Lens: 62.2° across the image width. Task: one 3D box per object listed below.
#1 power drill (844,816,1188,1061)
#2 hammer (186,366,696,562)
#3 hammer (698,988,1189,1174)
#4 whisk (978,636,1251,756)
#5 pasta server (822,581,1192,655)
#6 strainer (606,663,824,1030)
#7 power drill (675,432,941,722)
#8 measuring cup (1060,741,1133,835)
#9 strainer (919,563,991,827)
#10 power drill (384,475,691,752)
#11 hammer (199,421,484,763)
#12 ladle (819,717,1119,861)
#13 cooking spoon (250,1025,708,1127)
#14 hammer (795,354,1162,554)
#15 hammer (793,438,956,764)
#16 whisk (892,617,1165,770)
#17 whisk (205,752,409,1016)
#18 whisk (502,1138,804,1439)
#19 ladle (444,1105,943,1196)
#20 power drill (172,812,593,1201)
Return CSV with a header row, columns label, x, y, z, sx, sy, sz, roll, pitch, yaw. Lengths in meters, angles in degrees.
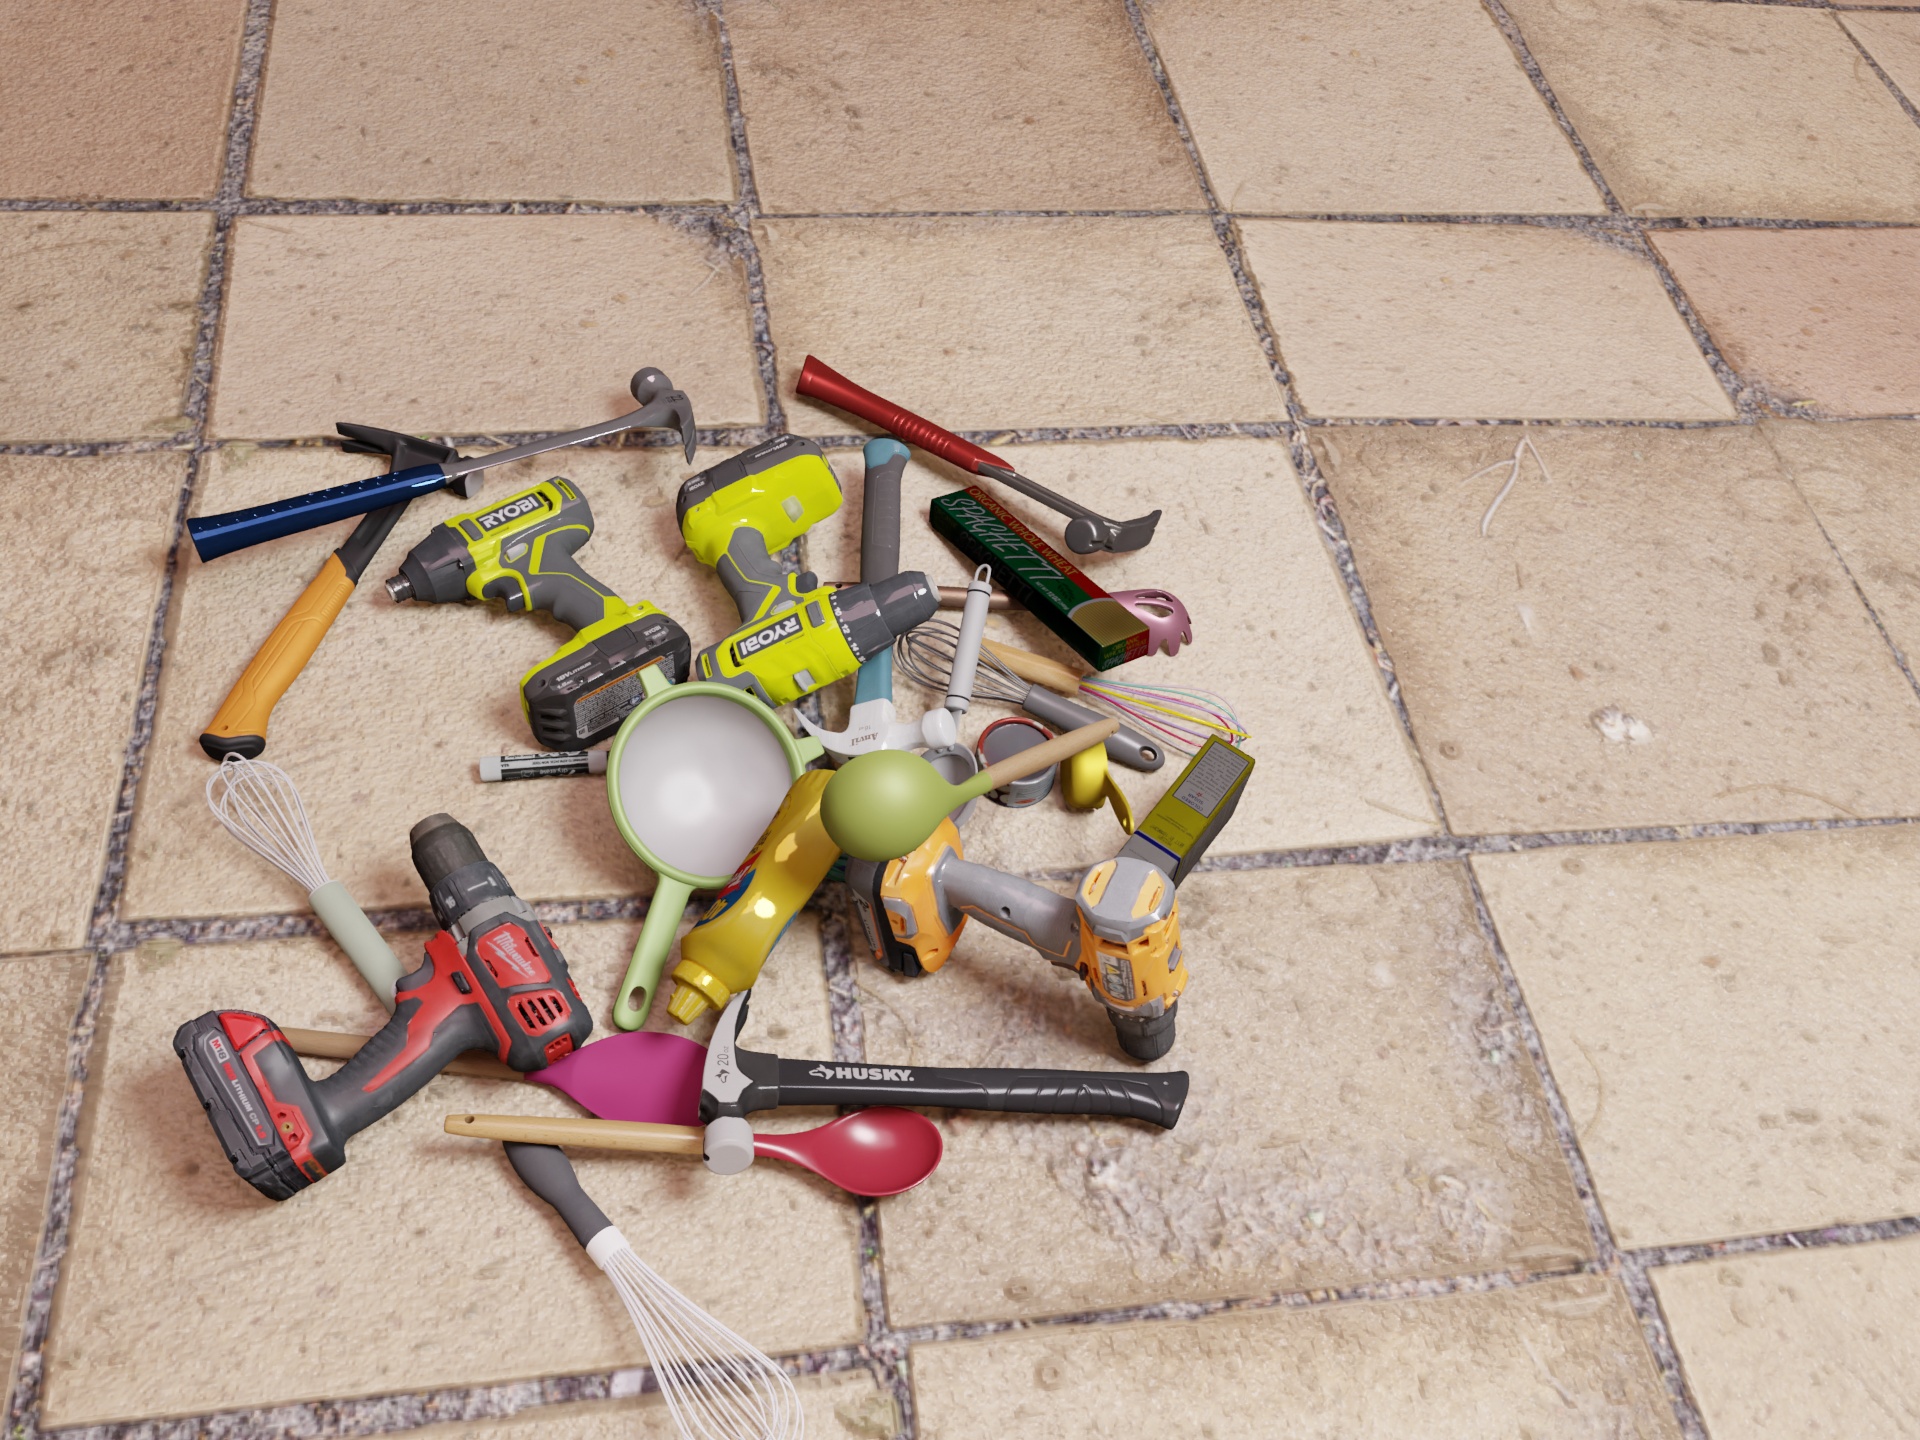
label,x,y,z,sx,sy,sz,roll,pitch,yaw
power drill,0.047,0.152,1.096,0.226,0.185,0.084,12,51,24
hammer,-0.407,-0.201,1.284,0.405,0.035,0.144,-20,38,-20
hammer,-0.006,0.242,1.065,0.334,0.035,0.146,5,31,-12
whisk,0.118,-0.022,1.296,0.245,0.051,0.047,19,33,10
pasta server,0.042,-0.096,1.344,0.316,0.040,0.060,3,54,-1
strainer,-0.206,0.099,1.146,0.151,0.069,0.256,25,69,-22
power drill,-0.128,-0.119,1.258,0.190,0.080,0.229,-25,51,4
measuring cup,0.100,0.054,1.183,0.029,0.062,0.157,-1,16,-7
strainer,-0.002,-0.004,1.225,0.050,0.087,0.259,28,65,-41
power drill,-0.330,-0.086,1.249,0.171,0.080,0.223,-31,60,-26
hammer,-0.507,-0.106,1.259,0.127,0.034,0.337,16,53,2
ladle,0.021,0.030,1.095,0.062,0.078,0.320,34,28,23
cooking spoon,-0.313,0.227,1.055,0.319,0.017,0.069,8,57,-4
hammer,0.004,-0.240,1.416,0.359,0.036,0.149,30,24,21
hammer,-0.065,-0.103,1.285,0.128,0.033,0.331,-15,52,20
whisk,0.054,-0.016,1.275,0.239,0.055,0.055,26,54,5
whisk,-0.446,0.114,1.102,0.246,0.059,0.058,47,44,17
whisk,-0.195,0.344,0.966,0.070,0.070,0.285,-34,60,-28
ladle,-0.168,0.270,1.021,0.315,0.031,0.069,7,38,-11
power drill,-0.374,0.177,1.020,0.226,0.080,0.188,-29,71,-21
